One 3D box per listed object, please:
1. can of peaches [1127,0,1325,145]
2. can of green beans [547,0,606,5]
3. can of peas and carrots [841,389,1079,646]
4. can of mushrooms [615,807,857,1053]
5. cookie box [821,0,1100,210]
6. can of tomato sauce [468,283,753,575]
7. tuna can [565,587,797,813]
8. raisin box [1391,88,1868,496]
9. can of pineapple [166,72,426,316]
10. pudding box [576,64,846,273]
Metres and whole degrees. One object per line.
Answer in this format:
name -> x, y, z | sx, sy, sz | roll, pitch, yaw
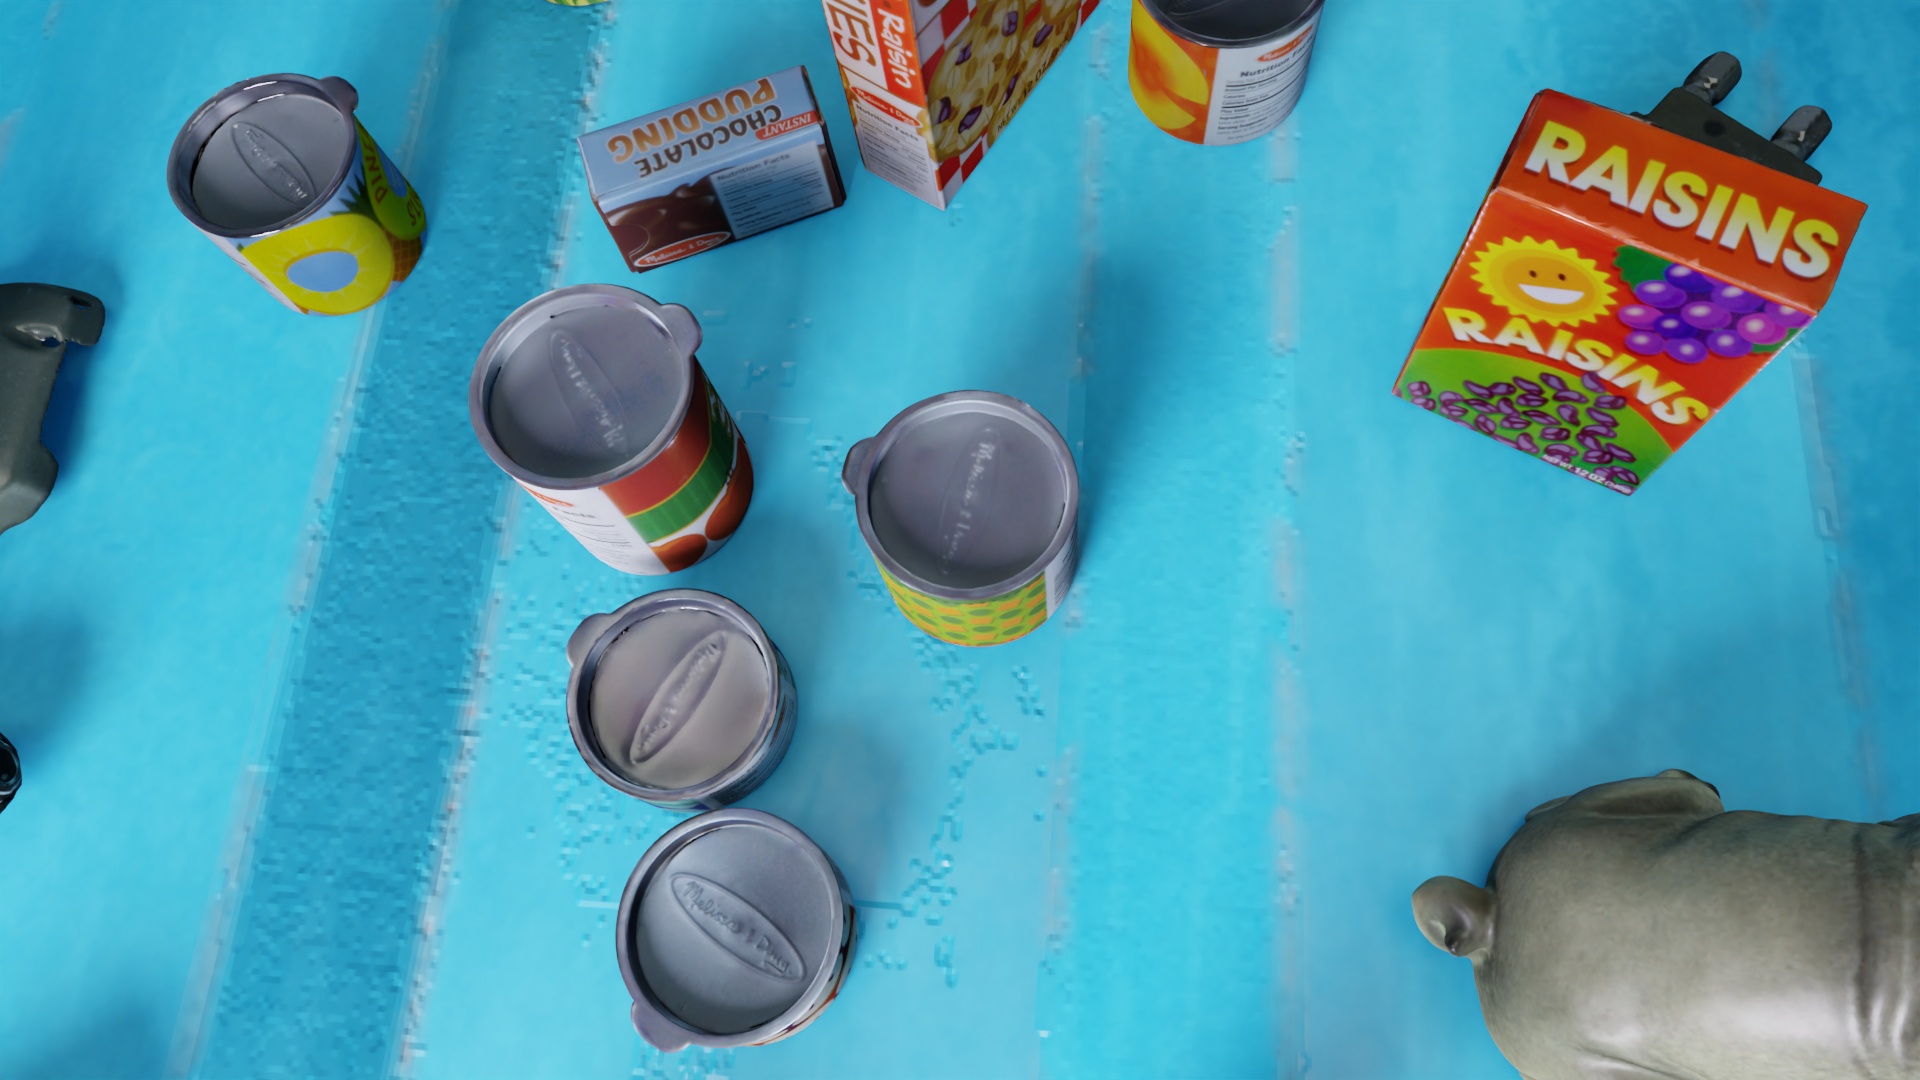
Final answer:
can of peaches -> 0.092, -0.185, 0.491 | 0.071, 0.058, 0.071 | -1, 70, 4
can of green beans -> -0.153, -0.252, 0.536 | 0.071, 0.057, 0.071 | -1, 70, 4
can of peas and carrots -> 0.002, -0.005, 0.433 | 0.071, 0.058, 0.071 | -1, 70, 4
can of mushrooms -> -0.066, 0.116, 0.408 | 0.071, 0.033, 0.071 | -1, 70, 4
cookie box -> 0.007, -0.204, 0.447 | 0.040, 0.167, 0.123 | 31, 76, 14
can of tomato sauce -> -0.105, -0.033, 0.439 | 0.071, 0.083, 0.071 | -1, 70, 4
tuna can -> -0.088, 0.049, 0.435 | 0.071, 0.032, 0.071 | -1, 70, 4
raisin box -> 0.186, -0.067, 0.406 | 0.086, 0.123, 0.040 | 27, 75, 13
can of pineapple -> -0.232, -0.122, 0.495 | 0.071, 0.057, 0.071 | -1, 70, 4
pudding box -> -0.087, -0.130, 0.491 | 0.084, 0.049, 0.030 | -20, 70, -2
